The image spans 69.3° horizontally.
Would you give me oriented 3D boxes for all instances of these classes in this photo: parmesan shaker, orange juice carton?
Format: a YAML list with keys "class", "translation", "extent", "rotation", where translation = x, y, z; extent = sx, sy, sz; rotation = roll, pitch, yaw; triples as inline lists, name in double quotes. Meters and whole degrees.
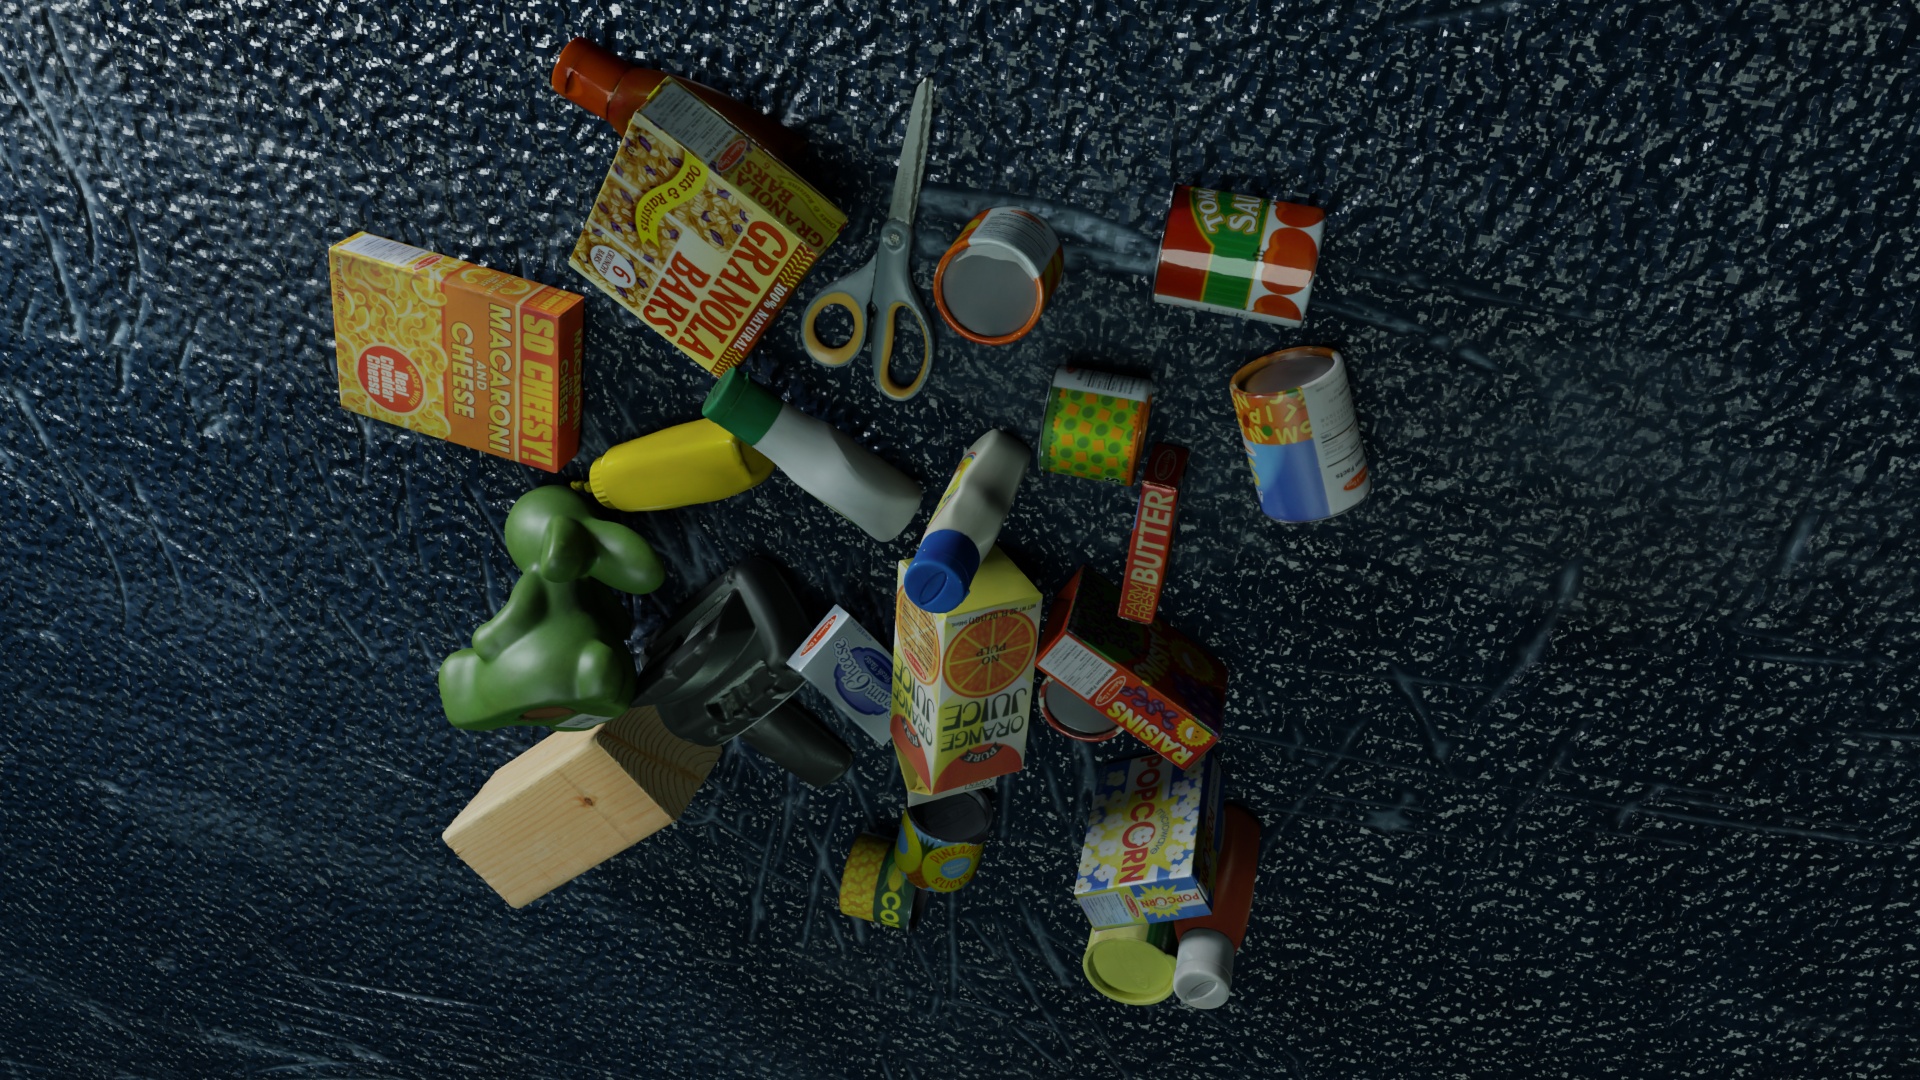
- class: "parmesan shaker"
  translation: [0.133, 0.274, 1.007]
  extent: [0.071, 0.103, 0.071]
  rotation: [8, 123, 13]
- class: "orange juice carton"
  translation: [0.000, 0.103, 0.946]
  extent: [0.072, 0.073, 0.191]
  rotation: [-12, 126, -24]

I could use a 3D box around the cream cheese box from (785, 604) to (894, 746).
- class: "cream cheese box"
  translation: [-0.071, 0.095, 0.973]
  extent: [0.053, 0.024, 0.103]
  rotation: [-49, 128, -8]

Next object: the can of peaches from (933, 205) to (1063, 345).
- class: "can of peaches"
  translation: [0.022, -0.152, 0.810]
  extent: [0.071, 0.058, 0.071]
  rotation: [7, 122, 12]

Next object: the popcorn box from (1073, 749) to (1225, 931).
- class: "popcorn box"
  translation: [0.132, 0.201, 0.949]
  extent: [0.085, 0.127, 0.038]
  rotation: [-16, 119, 25]

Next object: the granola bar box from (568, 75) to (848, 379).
- class: "granola bar box"
  translation: [-0.153, -0.177, 0.821]
  extent: [0.124, 0.039, 0.165]
  rotation: [37, 148, -11]

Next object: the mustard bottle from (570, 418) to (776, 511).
- class: "mustard bottle"
  translation: [-0.200, -0.048, 0.940]
  extent: [0.160, 0.066, 0.048]
  rotation: [-10, 113, 29]

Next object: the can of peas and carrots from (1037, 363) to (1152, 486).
- class: "can of peas and carrots"
  translation: [0.081, -0.067, 0.838]
  extent: [0.059, 0.071, 0.070]
  rotation: [10, 123, 10]

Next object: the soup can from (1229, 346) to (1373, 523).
- class: "soup can"
  translation: [0.195, -0.062, 0.808]
  extent: [0.071, 0.072, 0.083]
  rotation: [-10, 116, 22]

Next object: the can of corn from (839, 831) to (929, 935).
- class: "can of corn"
  translation: [-0.057, 0.267, 1.080]
  extent: [0.058, 0.071, 0.070]
  rotation: [11, 123, 11]

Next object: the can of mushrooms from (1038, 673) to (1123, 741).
- class: "can of mushrooms"
  translation: [0.088, 0.106, 0.961]
  extent: [0.071, 0.034, 0.070]
  rotation: [7, 122, 12]

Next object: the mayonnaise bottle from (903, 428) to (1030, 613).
- class: "mayonnaise bottle"
  translation: [0.003, -0.011, 0.846]
  extent: [0.041, 0.149, 0.064]
  rotation: [33, 124, -5]

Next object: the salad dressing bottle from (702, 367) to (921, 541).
- class: "salad dressing bottle"
  translation: [-0.094, -0.055, 0.888]
  extent: [0.147, 0.064, 0.044]
  rotation: [34, 107, -21]

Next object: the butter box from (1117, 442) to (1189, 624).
- class: "butter box"
  translation: [0.122, -0.004, 0.873]
  extent: [0.024, 0.053, 0.103]
  rotation: [13, 123, 11]

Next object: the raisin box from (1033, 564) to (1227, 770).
- class: "raisin box"
  translation: [0.114, 0.081, 0.906]
  extent: [0.123, 0.086, 0.040]
  rotation: [36, 119, -6]

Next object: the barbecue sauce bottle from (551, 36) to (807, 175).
- class: "barbecue sauce bottle"
  translation: [-0.167, -0.244, 0.819]
  extent: [0.148, 0.044, 0.064]
  rotation: [30, 133, -2]

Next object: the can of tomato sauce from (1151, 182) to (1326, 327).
- class: "can of tomato sauce"
  translation: [0.152, -0.158, 0.762]
  extent: [0.083, 0.071, 0.070]
  rotation: [12, 123, 9]

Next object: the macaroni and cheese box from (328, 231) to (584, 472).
- class: "macaroni and cheese box"
  translation: [-0.340, -0.128, 0.945]
  extent: [0.166, 0.040, 0.123]
  rotation: [17, 124, 7]

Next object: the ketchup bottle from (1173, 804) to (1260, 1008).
- class: "ketchup bottle"
  translation: [0.173, 0.251, 0.954]
  extent: [0.043, 0.149, 0.064]
  rotation: [37, 124, -9]

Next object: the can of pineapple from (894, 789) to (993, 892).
- class: "can of pineapple"
  translation: [-0.013, 0.221, 1.040]
  extent: [0.071, 0.071, 0.057]
  rotation: [17, 125, 6]
